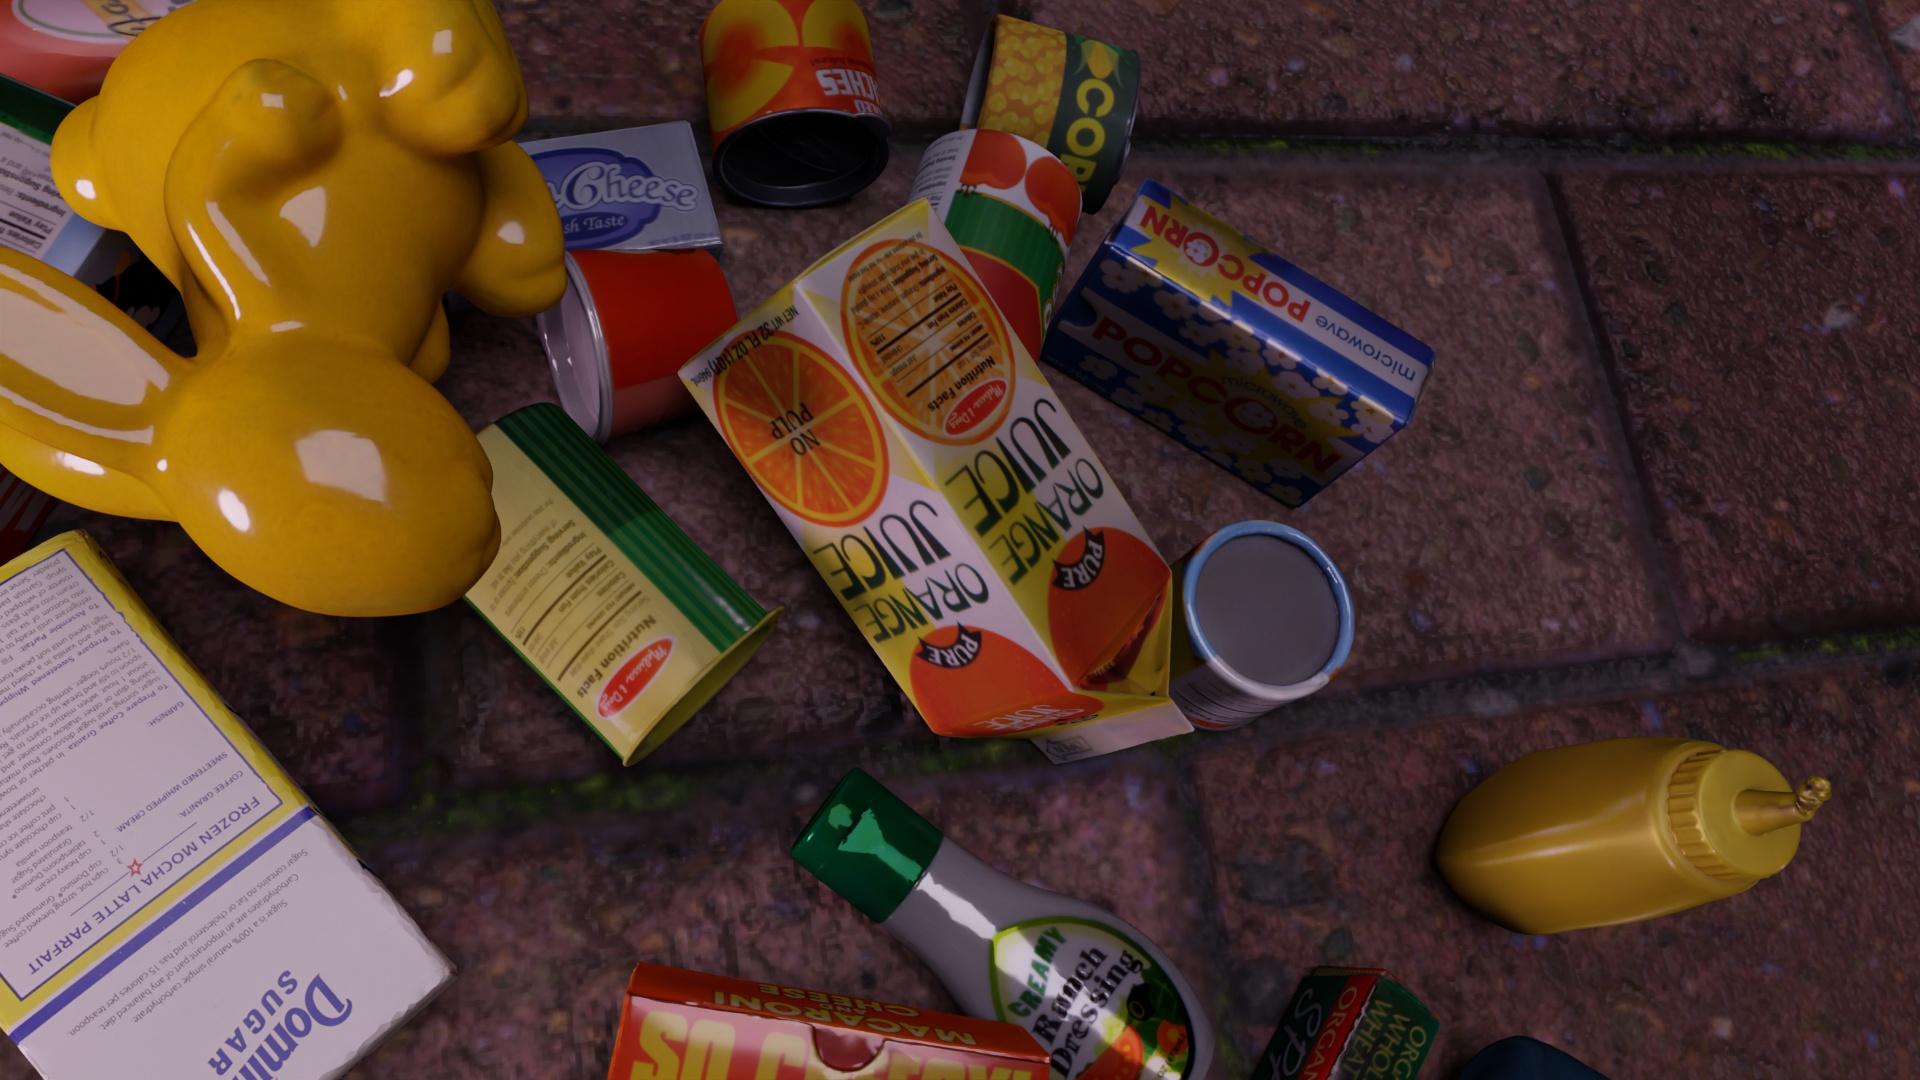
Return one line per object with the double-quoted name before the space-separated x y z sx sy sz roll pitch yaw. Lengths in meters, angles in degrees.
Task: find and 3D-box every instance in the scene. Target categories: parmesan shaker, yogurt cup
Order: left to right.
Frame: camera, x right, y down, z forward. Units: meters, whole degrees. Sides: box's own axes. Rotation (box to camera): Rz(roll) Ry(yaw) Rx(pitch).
"parmesan shaker" -0.117 0.011 0.449 0.103 0.071 0.071 45 67 3
"yogurt cup" -0.110 -0.071 0.482 0.054 0.072 0.072 -15 76 -27

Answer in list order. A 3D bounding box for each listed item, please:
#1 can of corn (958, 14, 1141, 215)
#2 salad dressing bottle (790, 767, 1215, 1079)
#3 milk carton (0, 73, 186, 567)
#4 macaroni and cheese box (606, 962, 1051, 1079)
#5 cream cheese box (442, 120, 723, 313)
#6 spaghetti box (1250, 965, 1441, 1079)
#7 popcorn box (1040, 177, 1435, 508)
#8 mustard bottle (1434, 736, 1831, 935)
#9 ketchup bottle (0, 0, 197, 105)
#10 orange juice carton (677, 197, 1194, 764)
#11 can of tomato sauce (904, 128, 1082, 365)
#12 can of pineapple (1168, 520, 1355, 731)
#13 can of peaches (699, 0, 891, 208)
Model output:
"can of corn" 0.033 -0.167 0.550 0.058 0.071 0.071 12 69 -10
"salad dressing bottle" 0.012 0.133 0.455 0.147 0.044 0.064 37 72 0
"milk carton" -0.312 -0.041 0.412 0.073 0.072 0.191 23 66 -7
"macaroni and cheese box" -0.050 0.216 0.391 0.124 0.040 0.166 13 82 -10
"cream cheese box" -0.143 -0.120 0.510 0.104 0.024 0.053 -14 75 -19
"spaghetti box" 0.076 0.246 0.430 0.028 0.050 0.251 38 66 -2
"popcorn box" 0.101 -0.071 0.527 0.127 0.085 0.038 30 66 -3
"mustard bottle" 0.224 0.097 0.462 0.049 0.159 0.065 45 68 1
"ketchup bottle" -0.295 -0.174 0.478 0.149 0.043 0.065 -28 80 -21
"orange juice carton" 0.002 -0.006 0.461 0.192 0.071 0.073 55 47 -10
"can of tomato sauce" 0.007 -0.100 0.522 0.071 0.071 0.083 20 67 -8
"can of pineapple" 0.101 0.030 0.507 0.071 0.057 0.071 5 70 -13
"can of peaches" -0.061 -0.168 0.525 0.071 0.071 0.058 -4 72 -17
